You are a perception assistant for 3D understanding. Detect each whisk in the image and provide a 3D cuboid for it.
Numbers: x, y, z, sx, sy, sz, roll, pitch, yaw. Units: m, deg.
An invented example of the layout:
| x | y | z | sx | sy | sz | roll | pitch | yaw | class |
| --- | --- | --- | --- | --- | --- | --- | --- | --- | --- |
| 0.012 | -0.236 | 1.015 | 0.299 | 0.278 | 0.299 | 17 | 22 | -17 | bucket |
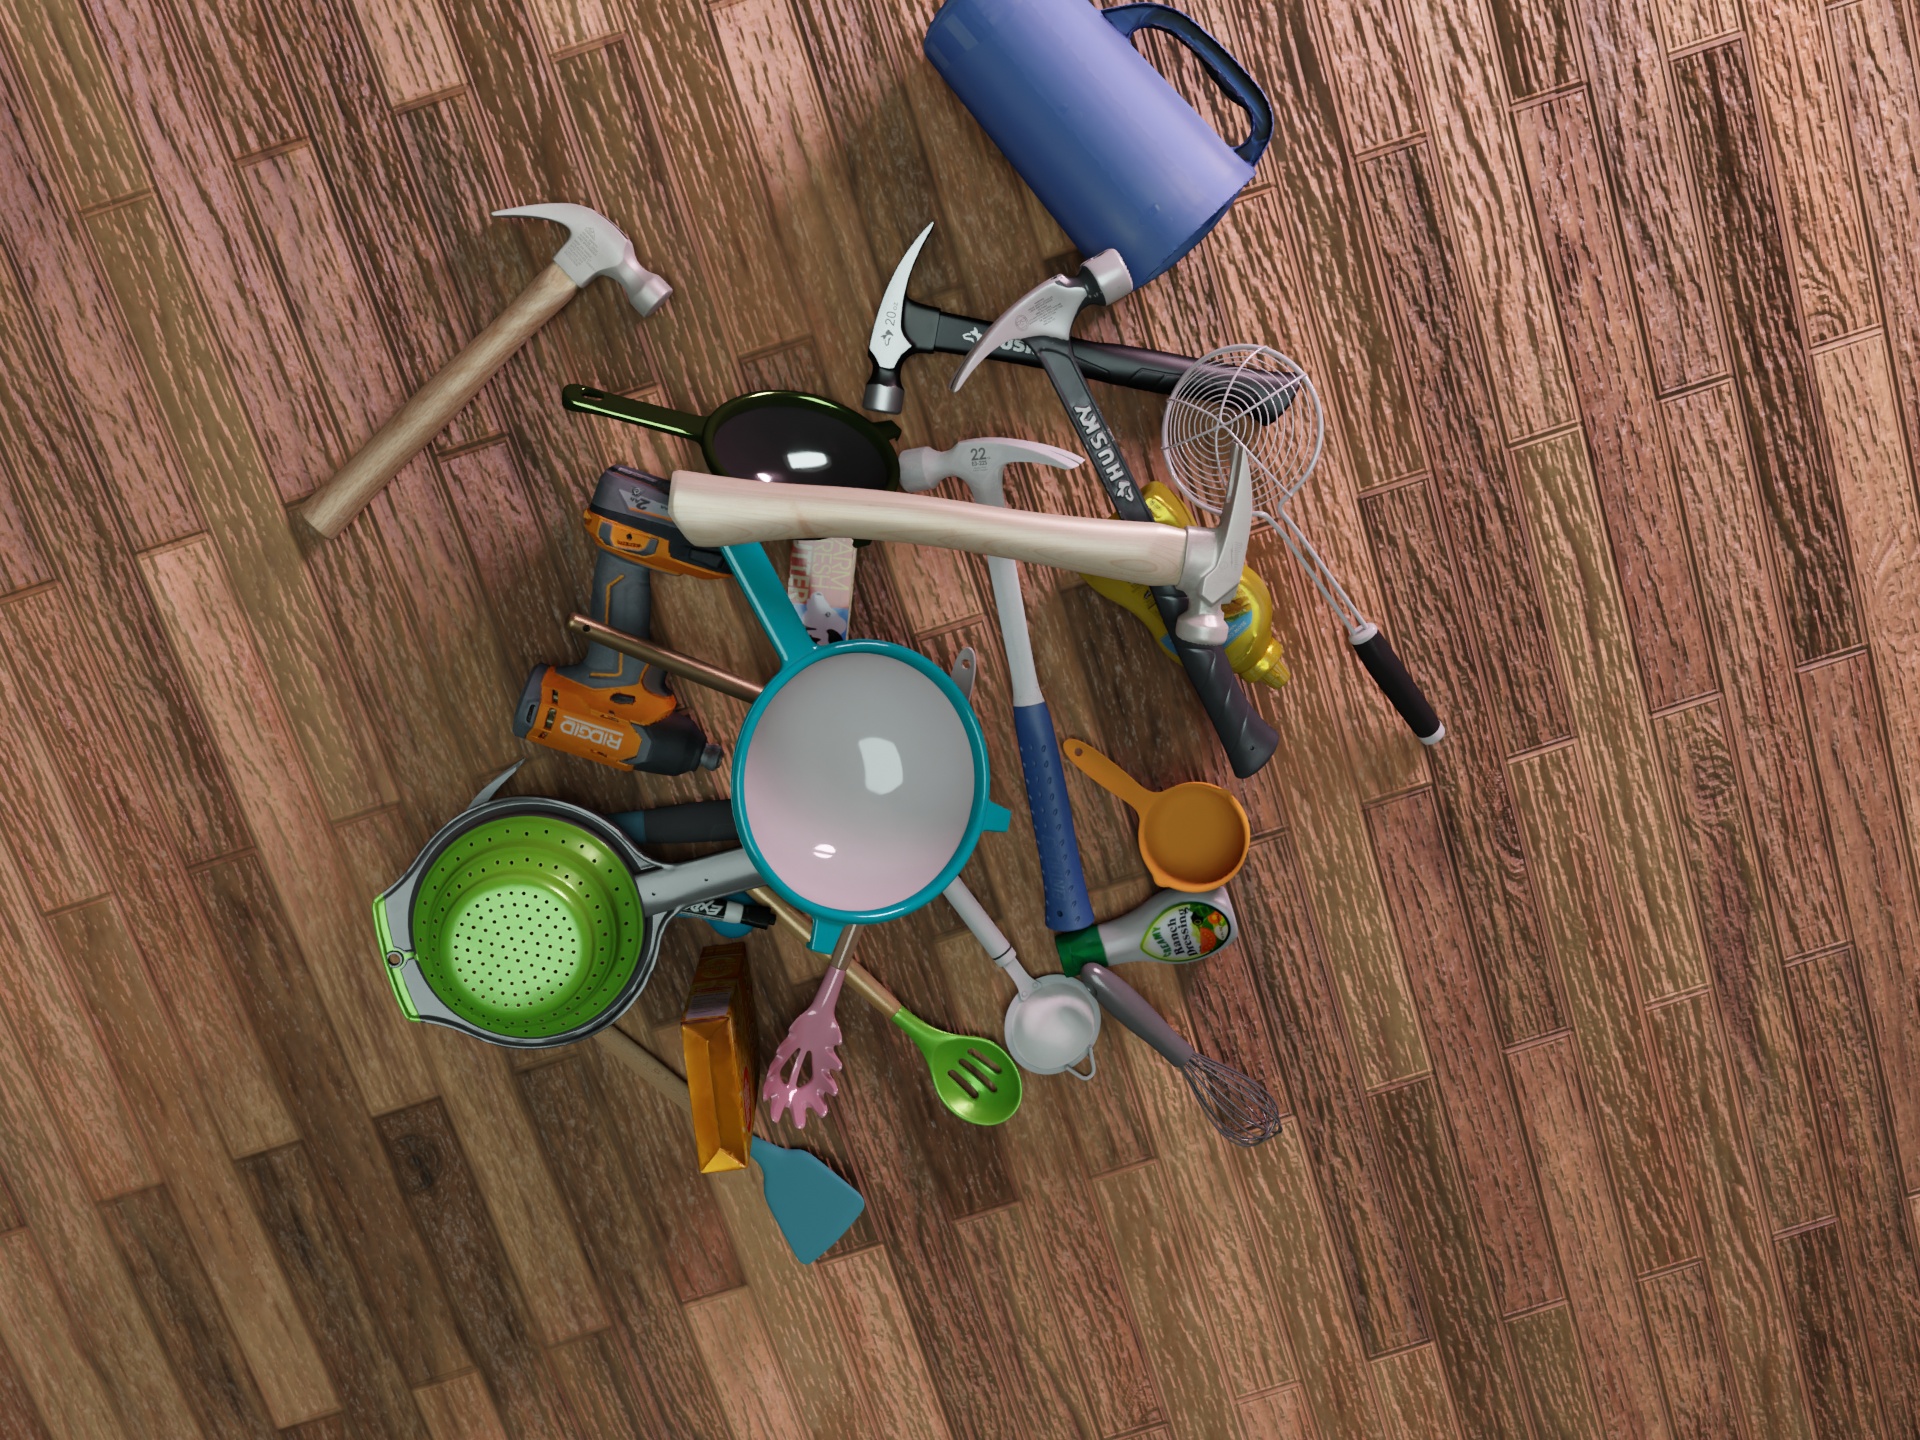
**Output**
| x | y | z | sx | sy | sz | roll | pitch | yaw | class |
| --- | --- | --- | --- | --- | --- | --- | --- | --- | --- |
| 0.183 | 0.278 | 1.326 | 0.055 | 0.055 | 0.238 | -45 | 106 | 7 | whisk |

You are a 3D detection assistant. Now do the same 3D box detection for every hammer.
| x | y | z | sx | sy | sz | roll | pitch | yaw | class |
| --- | --- | --- | --- | --- | --- | --- | --- | --- | --- |
| 0.099 | -0.285 | 1.229 | 0.334 | 0.035 | 0.146 | 9 | 102 | -4 | hammer |
| 0.136 | -0.130 | 1.182 | 0.149 | 0.036 | 0.408 | -29 | 109 | 1 | hammer |
| -0.383 | -0.264 | 1.217 | 0.331 | 0.031 | 0.130 | -42 | 100 | 6 | hammer |
| 0.003 | -0.146 | 1.123 | 0.410 | 0.038 | 0.146 | 6 | 106 | -9 | hammer |
| 0.058 | -0.024 | 1.263 | 0.144 | 0.035 | 0.405 | -5 | 106 | 24 | hammer |
| -0.242 | 0.086 | 1.292 | 0.331 | 0.033 | 0.128 | -5 | 103 | -1 | hammer |

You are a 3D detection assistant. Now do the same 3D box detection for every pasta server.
| x | y | z | sx | sy | sz | roll | pitch | yaw | class |
| --- | --- | --- | --- | --- | --- | --- | --- | --- | --- |
| -0.088 | 0.178 | 1.293 | 0.060 | 0.040 | 0.316 | 20 | 94 | -16 | pasta server |

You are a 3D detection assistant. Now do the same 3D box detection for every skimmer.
| x | y | z | sx | sy | sz | roll | pitch | yaw | class |
| --- | --- | --- | --- | --- | --- | --- | --- | --- | --- |
| 0.286 | -0.128 | 1.247 | 0.127 | 0.090 | 0.363 | -25 | 121 | 30 | skimmer |

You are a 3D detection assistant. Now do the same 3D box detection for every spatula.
| x | y | z | sx | sy | sz | roll | pitch | yaw | class |
| --- | --- | --- | --- | --- | --- | --- | --- | --- | --- |
| -0.221 | 0.329 | 1.336 | 0.317 | 0.044 | 0.082 | 40 | 103 | -8 | spatula |

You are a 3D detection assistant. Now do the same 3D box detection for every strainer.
| x | y | z | sx | sy | sz | roll | pitch | yaw | class |
| --- | --- | --- | --- | --- | --- | --- | --- | --- | --- |
| -0.176 | -0.193 | 1.201 | 0.256 | 0.152 | 0.069 | 15 | 135 | -5 | strainer |
| -0.118 | -0.010 | 1.196 | 0.211 | 0.095 | 0.340 | -33 | 103 | -25 | strainer |
| 0.041 | 0.203 | 1.324 | 0.087 | 0.050 | 0.258 | -38 | 97 | -11 | strainer |

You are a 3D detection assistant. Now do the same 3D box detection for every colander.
| x | y | z | sx | sy | sz | roll | pitch | yaw | class |
| --- | --- | --- | --- | --- | --- | --- | --- | --- | --- |
| -0.254 | 0.143 | 1.221 | 0.397 | 0.094 | 0.204 | -15 | 97 | -5 | colander |

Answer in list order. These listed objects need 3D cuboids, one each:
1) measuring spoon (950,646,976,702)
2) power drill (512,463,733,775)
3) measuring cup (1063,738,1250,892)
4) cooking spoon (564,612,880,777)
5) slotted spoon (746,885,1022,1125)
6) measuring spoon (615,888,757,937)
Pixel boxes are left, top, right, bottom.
| x | y | z | sx | sy | sz | roll | pitch | yaw | class |
| --- | --- | --- | --- | --- | --- | --- | --- | --- | --- |
| -0.002 | -0.004 | 1.277 | 0.034 | 0.018 | 0.124 | 22 | 117 | 20 | measuring spoon |
| -0.239 | -0.067 | 1.240 | 0.164 | 0.084 | 0.226 | 19 | 104 | -8 | power drill |
| 0.159 | 0.068 | 1.300 | 0.174 | 0.052 | 0.095 | 37 | 100 | 13 | measuring cup |
| -0.156 | -0.020 | 1.231 | 0.318 | 0.017 | 0.069 | 22 | 97 | -28 | cooking spoon |
| -0.072 | 0.225 | 1.330 | 0.313 | 0.031 | 0.070 | 42 | 97 | -7 | slotted spoon |
| -0.231 | 0.156 | 1.311 | 0.128 | 0.021 | 0.042 | 8 | 101 | -5 | measuring spoon |
